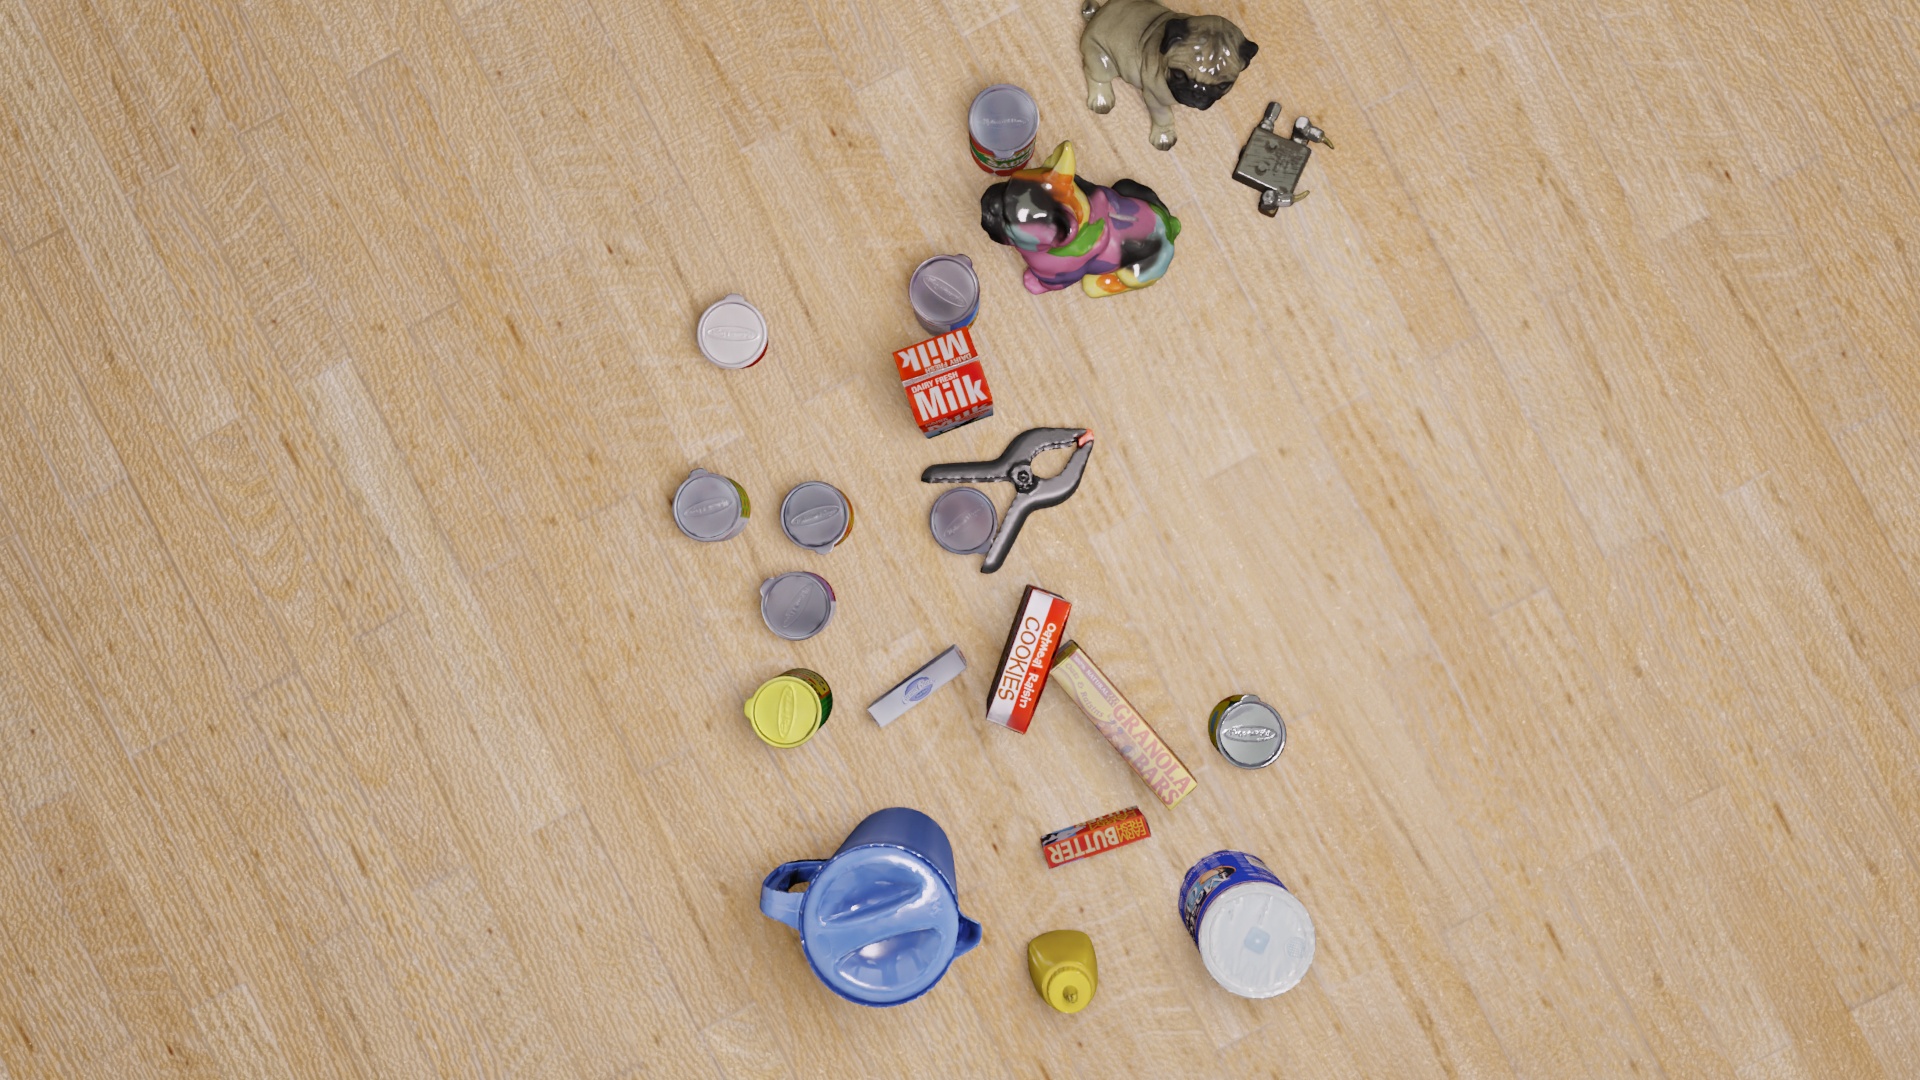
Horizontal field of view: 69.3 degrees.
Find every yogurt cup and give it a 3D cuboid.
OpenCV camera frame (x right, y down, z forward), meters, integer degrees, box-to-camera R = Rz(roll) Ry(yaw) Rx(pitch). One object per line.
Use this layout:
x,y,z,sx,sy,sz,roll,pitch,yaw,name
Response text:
-0.217,-0.197,1.347,0.072,0.054,0.072,0,89,1,yogurt cup

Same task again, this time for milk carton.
-0.015,-0.145,1.275,0.072,0.190,0.073,-20,89,1,milk carton

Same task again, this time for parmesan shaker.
-0.161,0.156,1.316,0.071,0.103,0.071,0,89,1,parmesan shaker

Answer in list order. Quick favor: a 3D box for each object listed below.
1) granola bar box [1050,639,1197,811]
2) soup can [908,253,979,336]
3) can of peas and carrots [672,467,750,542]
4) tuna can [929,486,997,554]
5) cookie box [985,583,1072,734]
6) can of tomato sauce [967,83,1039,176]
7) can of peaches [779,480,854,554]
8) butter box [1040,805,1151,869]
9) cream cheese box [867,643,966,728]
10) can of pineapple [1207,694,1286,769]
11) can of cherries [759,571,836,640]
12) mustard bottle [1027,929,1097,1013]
0.148,0.168,1.301,0.039,0.124,0.165,-41,89,0,granola bar box
-0.013,-0.234,1.330,0.071,0.084,0.071,0,89,1,soup can
-0.240,-0.034,1.342,0.071,0.059,0.071,0,89,1,can of peas and carrots
0.005,-0.017,1.352,0.071,0.033,0.071,0,89,1,tuna can
0.062,0.105,1.281,0.040,0.167,0.123,19,90,1,cookie box
0.041,-0.390,1.332,0.071,0.083,0.071,0,89,1,can of tomato sauce
-0.137,-0.021,1.341,0.071,0.058,0.071,0,89,1,can of peaches
0.129,0.285,1.335,0.103,0.053,0.024,-18,89,0,butter box
-0.040,0.140,1.339,0.104,0.053,0.024,-35,89,0,cream cheese box
0.275,0.181,1.332,0.071,0.058,0.071,0,89,1,can of pineapple
-0.157,0.060,1.340,0.071,0.058,0.071,0,89,1,can of cherries
0.096,0.401,1.279,0.065,0.160,0.049,-8,90,1,mustard bottle
